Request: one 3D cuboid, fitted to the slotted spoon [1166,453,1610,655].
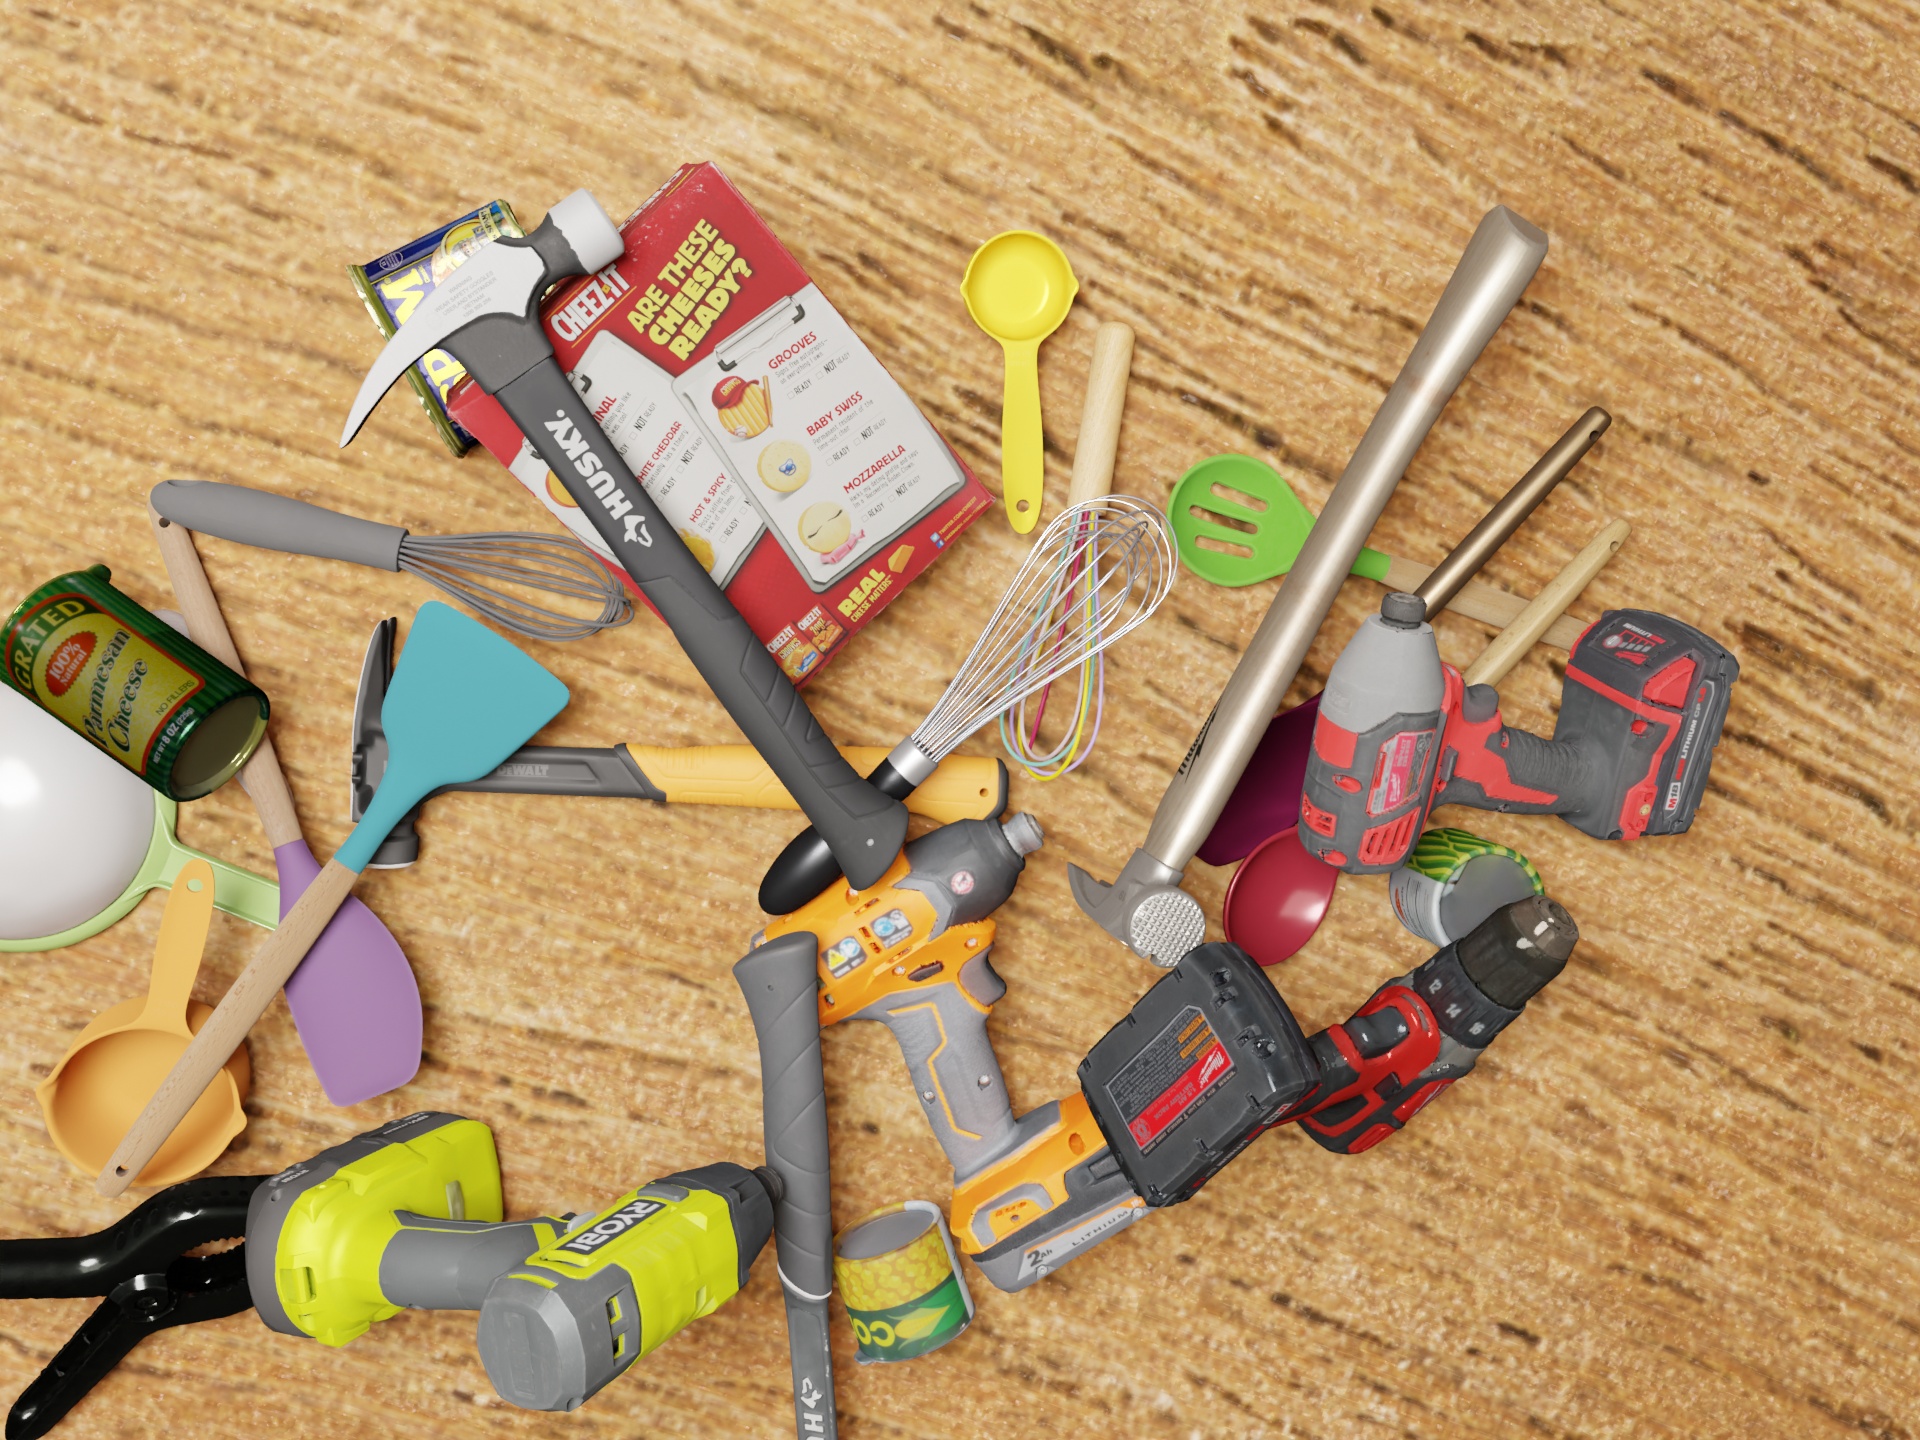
[{"bbox_3d":[0.255,-0.074,0.876,0.313,0.031,0.070,17,94,-11],"label":"slotted spoon"}]

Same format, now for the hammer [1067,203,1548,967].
[{"bbox_3d":[0.176,-0.072,0.808,0.038,0.146,0.410,29,90,-11],"label":"hammer"}]

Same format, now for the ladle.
[{"bbox_3d":[0.254,0.009,0.870,0.315,0.031,0.069,-47,118,3],"label":"ladle"}]

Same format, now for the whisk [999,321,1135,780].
[{"bbox_3d":[0.060,-0.089,0.844,0.051,0.047,0.245,10,90,-7],"label":"whisk"}]

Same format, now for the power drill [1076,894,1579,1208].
[{"bbox_3d":[0.190,0.155,0.787,0.226,0.080,0.187,5,134,-42],"label":"power drill"}]

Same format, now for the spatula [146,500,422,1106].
[{"bbox_3d":[-0.341,0.037,0.791,0.060,0.018,0.316,-21,89,-14],"label":"spatula"}]

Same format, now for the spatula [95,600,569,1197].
[{"bbox_3d":[-0.312,0.091,0.761,0.082,0.044,0.317,36,81,-16],"label":"spatula"}]

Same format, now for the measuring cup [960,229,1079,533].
[{"bbox_3d":[0.030,-0.178,0.842,0.062,0.029,0.156,-4,108,-7],"label":"measuring cup"}]

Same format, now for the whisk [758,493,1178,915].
[{"bbox_3d":[-0.001,-0.002,0.797,0.070,0.070,0.284,43,97,-9],"label":"whisk"}]

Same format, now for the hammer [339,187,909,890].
[{"bbox_3d":[-0.130,-0.054,0.719,0.146,0.035,0.334,-36,110,-5],"label":"hammer"}]

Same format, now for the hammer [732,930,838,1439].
[{"bbox_3d":[-0.074,0.305,0.814,0.149,0.036,0.409,1,102,19],"label":"hammer"}]

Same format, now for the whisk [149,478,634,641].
[{"bbox_3d":[-0.280,-0.083,0.791,0.239,0.055,0.055,13,94,-7],"label":"whisk"}]

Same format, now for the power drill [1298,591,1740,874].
[{"bbox_3d":[0.283,0.001,0.823,0.219,0.079,0.143,-3,114,-21],"label":"power drill"}]

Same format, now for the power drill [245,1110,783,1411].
[{"bbox_3d":[-0.207,0.245,0.752,0.223,0.171,0.080,-2,97,30],"label":"power drill"}]

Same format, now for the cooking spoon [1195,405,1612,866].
[{"bbox_3d":[0.234,-0.044,0.859,0.068,0.017,0.319,38,99,-25],"label":"cooking spoon"}]

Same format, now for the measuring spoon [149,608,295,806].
[{"bbox_3d":[-0.377,-0.001,0.803,0.034,0.018,0.124,-34,98,-3],"label":"measuring spoon"}]

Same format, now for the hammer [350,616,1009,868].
[{"bbox_3d":[-0.141,0.020,0.829,0.337,0.034,0.127,3,96,-8],"label":"hammer"}]

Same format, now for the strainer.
[{"bbox_3d":[-0.421,0.066,0.778,0.256,0.069,0.151,24,92,-7],"label":"strainer"}]

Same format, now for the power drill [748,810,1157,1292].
[{"bbox_3d":[0.017,0.164,0.832,0.164,0.084,0.226,-34,96,7],"label":"power drill"}]

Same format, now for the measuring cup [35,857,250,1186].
[{"bbox_3d":[-0.390,0.142,0.788,0.095,0.052,0.173,14,100,-17],"label":"measuring cup"}]
